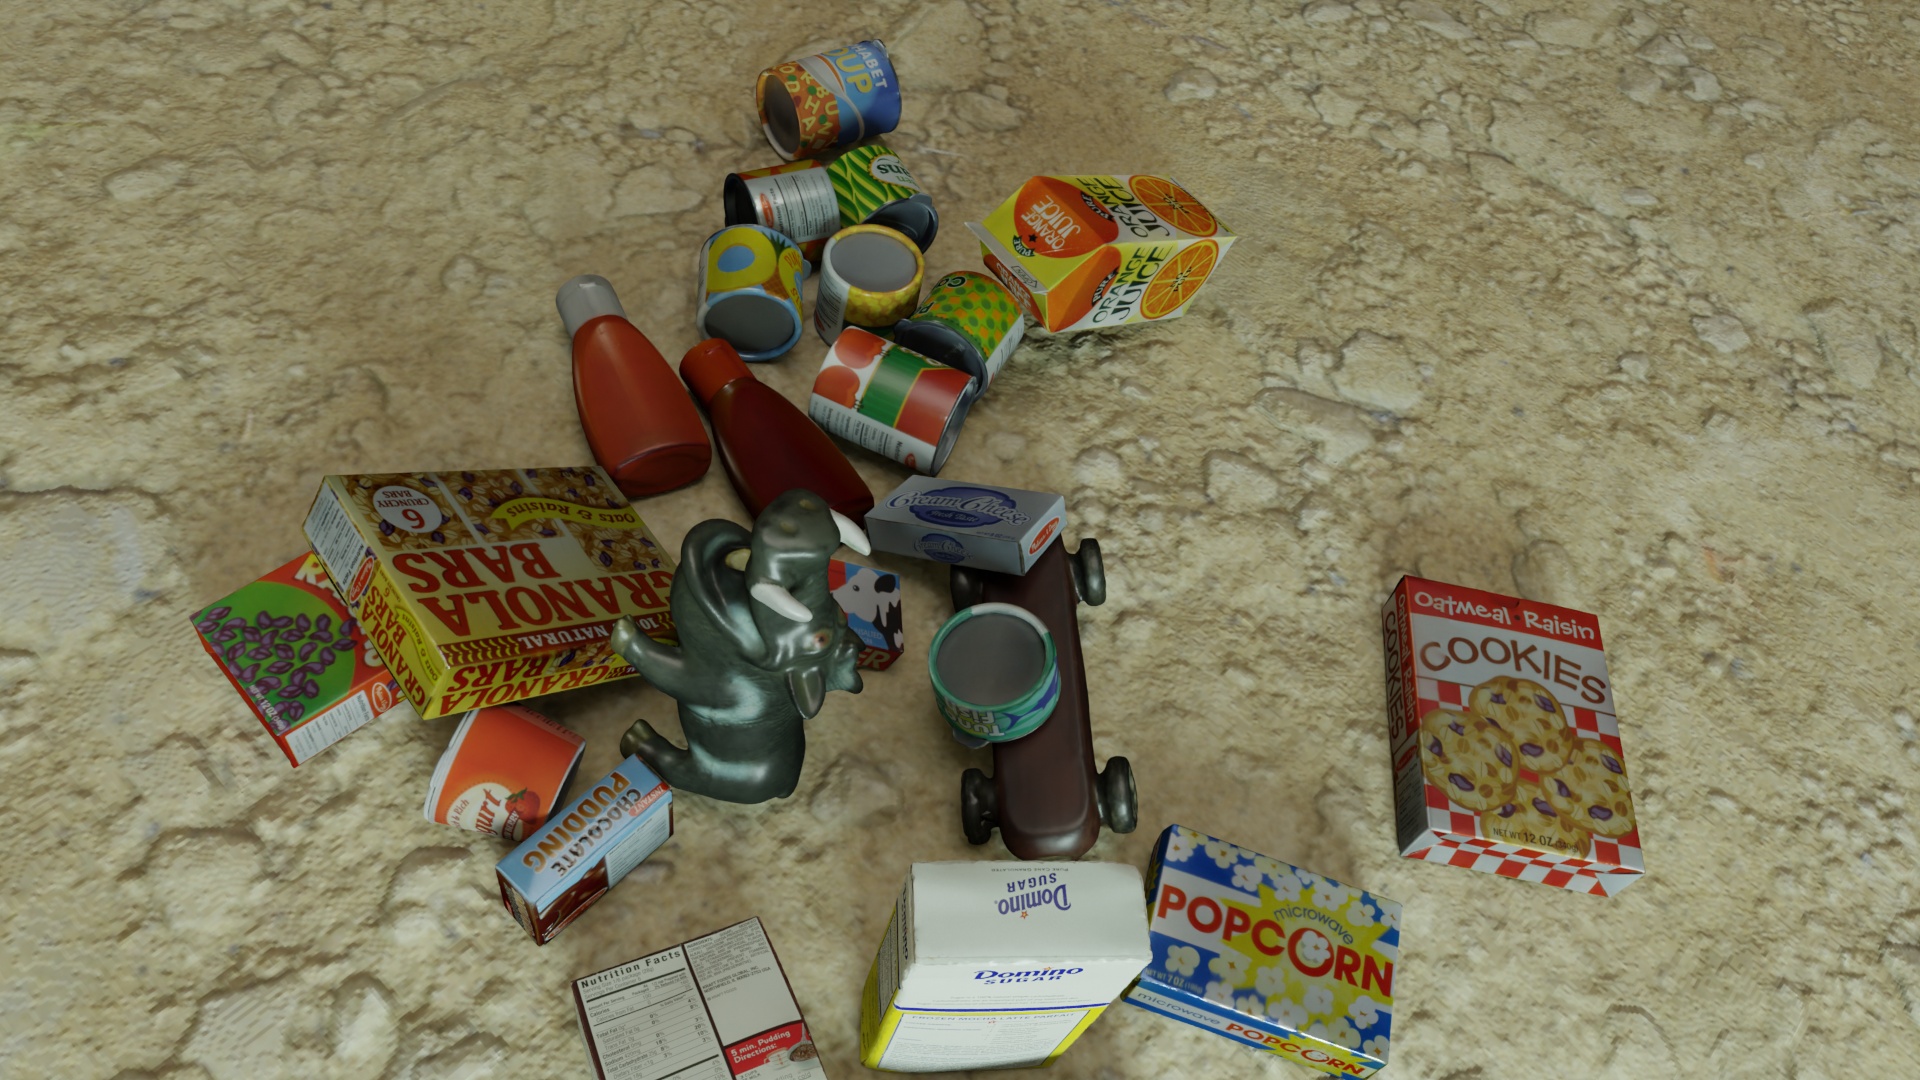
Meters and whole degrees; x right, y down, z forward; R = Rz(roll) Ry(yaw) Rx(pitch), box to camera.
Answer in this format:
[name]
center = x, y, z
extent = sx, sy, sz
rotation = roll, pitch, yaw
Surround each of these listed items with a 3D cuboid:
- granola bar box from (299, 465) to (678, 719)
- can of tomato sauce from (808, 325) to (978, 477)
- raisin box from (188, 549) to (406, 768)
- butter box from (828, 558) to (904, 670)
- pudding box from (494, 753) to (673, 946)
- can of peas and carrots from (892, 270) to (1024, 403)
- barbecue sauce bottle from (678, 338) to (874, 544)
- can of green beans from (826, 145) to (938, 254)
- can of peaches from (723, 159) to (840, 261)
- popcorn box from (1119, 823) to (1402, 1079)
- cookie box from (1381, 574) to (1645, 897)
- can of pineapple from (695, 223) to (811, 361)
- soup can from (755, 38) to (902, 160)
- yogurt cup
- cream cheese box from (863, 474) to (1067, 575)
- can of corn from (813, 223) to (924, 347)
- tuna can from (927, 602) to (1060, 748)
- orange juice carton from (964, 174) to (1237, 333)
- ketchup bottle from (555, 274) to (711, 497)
[granola bar box]
center = -0.220, 0.019, 0.693
extent = 0.124, 0.039, 0.166
rotation = 48, 28, 22
[can of tomato sauce]
center = -0.040, -0.086, 0.840
extent = 0.083, 0.070, 0.071
rotation = 24, 53, 6
[raisin box]
center = -0.306, 0.044, 0.705
extent = 0.124, 0.039, 0.086
rotation = -36, 68, -30
[butter box]
center = -0.082, 0.034, 0.751
extent = 0.103, 0.024, 0.053
rotation = 15, 50, -28
[pudding box]
center = -0.175, 0.145, 0.654
extent = 0.030, 0.049, 0.084
rotation = 38, 56, 17
[can of peas and carrots]
center = -0.002, -0.130, 0.879
extent = 0.071, 0.070, 0.059
rotation = 27, 53, 8
[barbecue sauce bottle]
center = -0.115, -0.058, 0.818
extent = 0.065, 0.043, 0.149
rotation = -25, 63, -28
[can of green beans]
center = -0.057, -0.222, 0.935
extent = 0.071, 0.071, 0.058
rotation = -17, 60, -23
[can of peaches]
center = -0.119, -0.214, 0.917
extent = 0.058, 0.071, 0.071
rotation = -17, 60, -23
[popcorn box]
center = 0.150, 0.204, 0.690
extent = 0.127, 0.038, 0.085
rotation = 19, 53, 2
[cookie box]
center = 0.311, 0.107, 0.794
extent = 0.123, 0.040, 0.168
rotation = 12, 53, -4
[can of pineapple]
center = -0.130, -0.154, 0.869
extent = 0.071, 0.070, 0.058
rotation = 3, 55, -11
[soup can]
center = -0.094, -0.316, 0.991
extent = 0.084, 0.071, 0.071
rotation = -26, 64, -27
[yogurt cup]
center = -0.215, 0.111, 0.662
extent = 0.054, 0.072, 0.073
rotation = 23, 53, -6
[cream cheese box]
center = 0.003, -0.010, 0.781
extent = 0.104, 0.024, 0.054
rotation = 9, 35, 31
[can of corn]
center = -0.057, -0.161, 0.896
extent = 0.071, 0.058, 0.071
rotation = 6, 54, -8
[tuna can]
center = 0.016, 0.068, 0.708
extent = 0.071, 0.032, 0.071
rotation = -4, 54, 6
[orange juice carton]
center = 0.087, -0.188, 0.902
extent = 0.193, 0.072, 0.072
rotation = -15, 57, -45
[ketchup bottle]
center = -0.201, -0.096, 0.826
extent = 0.065, 0.043, 0.149
rotation = -16, 59, -23
